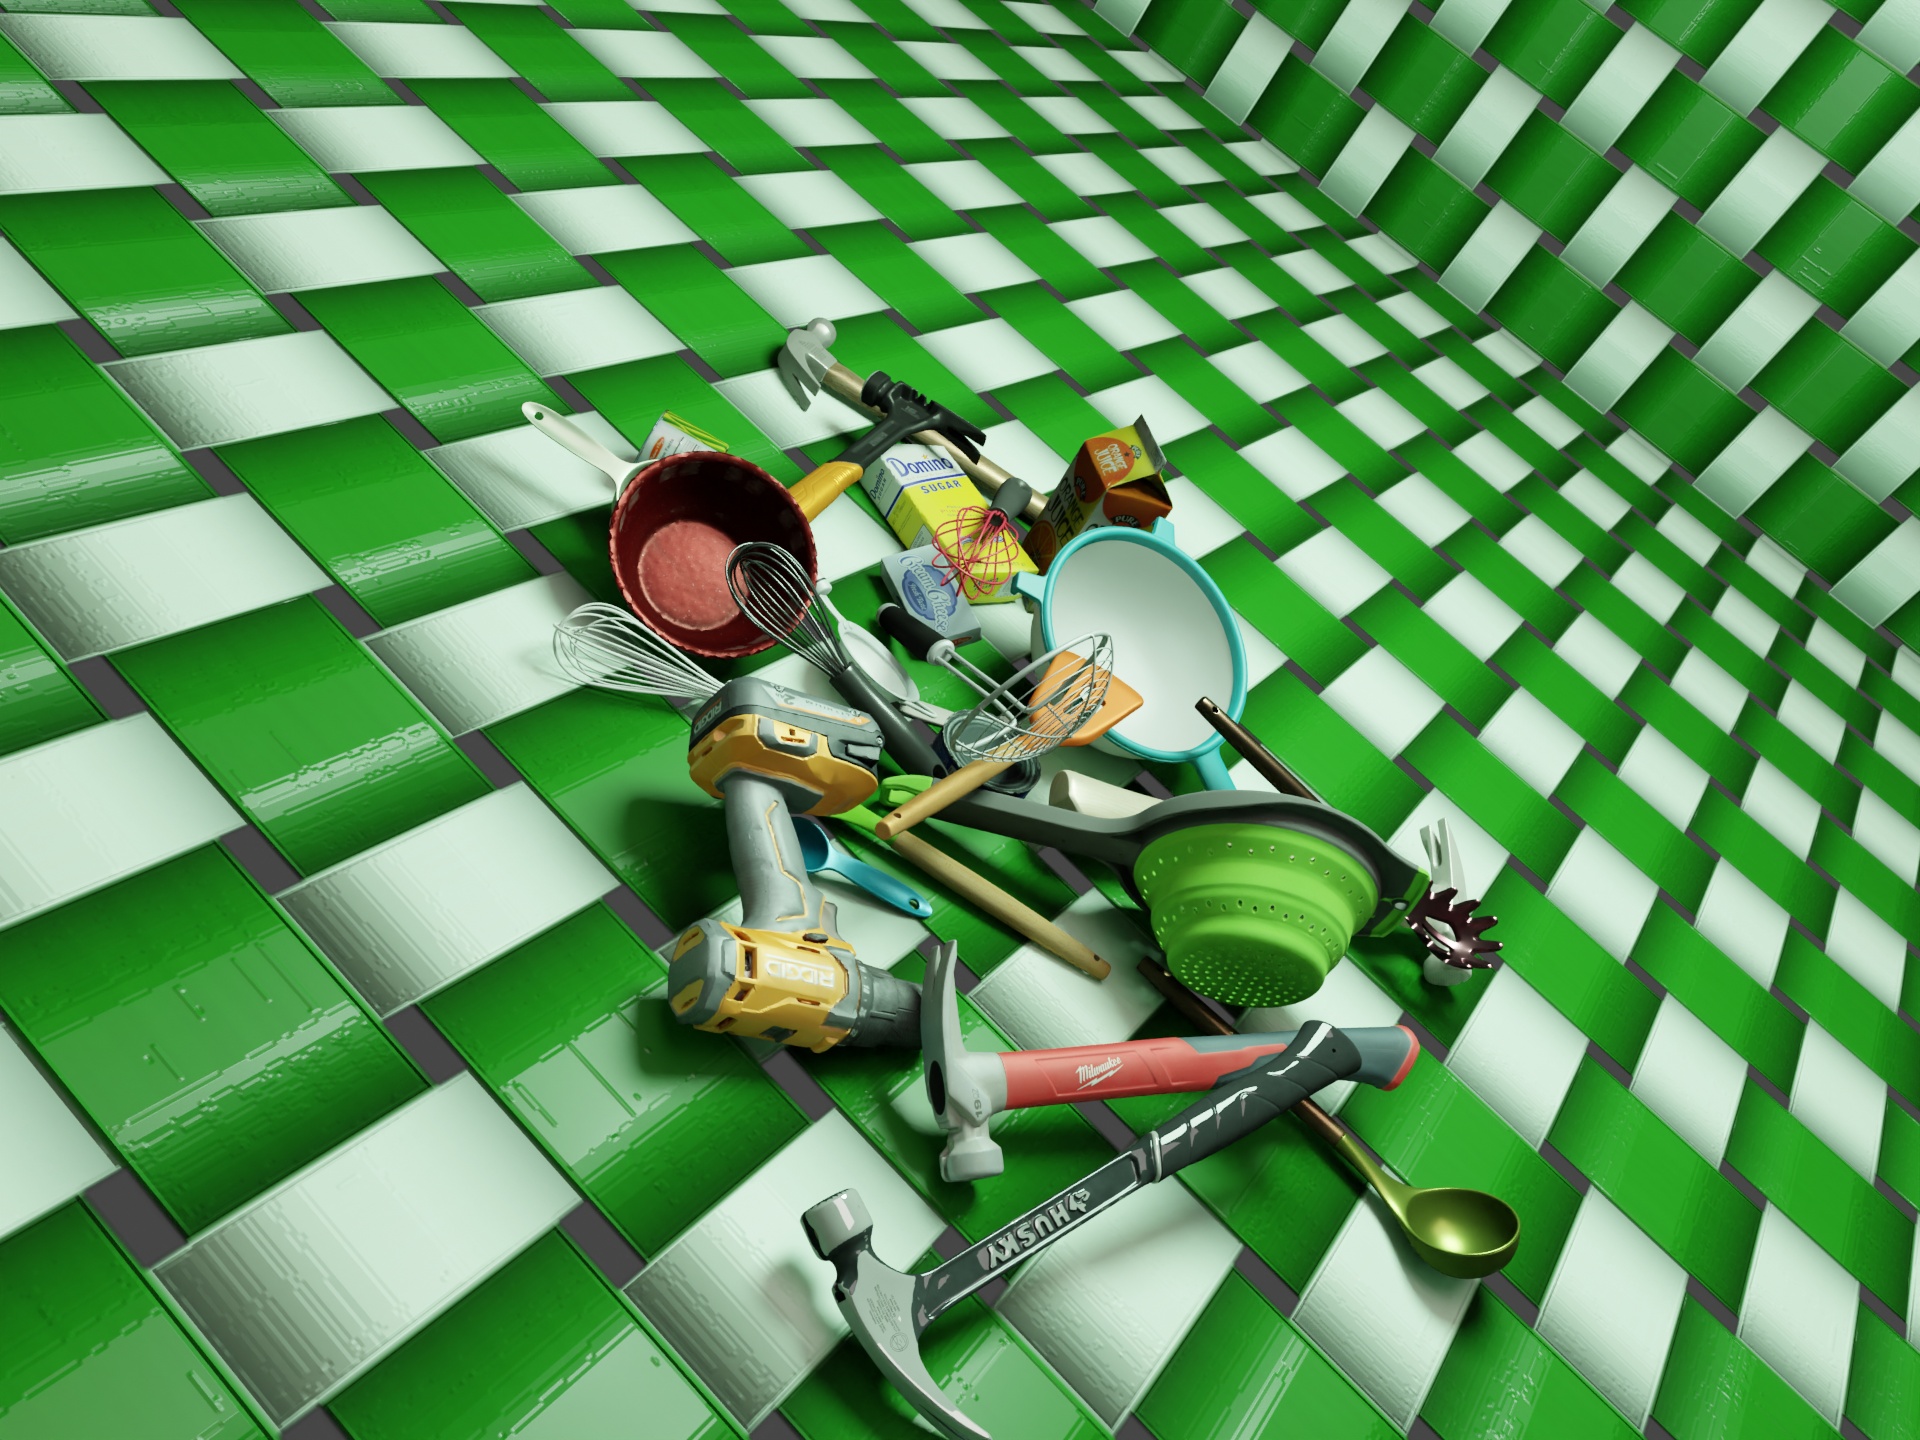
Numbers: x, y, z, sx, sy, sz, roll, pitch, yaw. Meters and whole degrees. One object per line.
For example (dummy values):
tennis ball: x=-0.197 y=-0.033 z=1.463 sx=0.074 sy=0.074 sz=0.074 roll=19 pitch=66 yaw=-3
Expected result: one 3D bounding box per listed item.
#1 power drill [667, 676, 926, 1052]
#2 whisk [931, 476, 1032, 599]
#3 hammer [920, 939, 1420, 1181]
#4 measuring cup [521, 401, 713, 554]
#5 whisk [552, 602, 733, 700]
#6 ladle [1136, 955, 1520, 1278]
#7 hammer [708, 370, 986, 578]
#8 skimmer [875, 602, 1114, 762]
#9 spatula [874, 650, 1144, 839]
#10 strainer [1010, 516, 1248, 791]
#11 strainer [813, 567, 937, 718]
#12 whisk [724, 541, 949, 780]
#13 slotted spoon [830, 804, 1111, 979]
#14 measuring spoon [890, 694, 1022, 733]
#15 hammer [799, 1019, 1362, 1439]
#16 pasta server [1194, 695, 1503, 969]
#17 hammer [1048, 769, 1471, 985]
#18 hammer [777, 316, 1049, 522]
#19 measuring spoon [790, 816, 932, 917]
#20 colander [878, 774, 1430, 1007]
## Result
power drill: x=-0.091 y=0.101 z=1.013 sx=0.185 sy=0.084 sz=0.226 roll=19 pitch=52 yaw=-32
whisk: x=0.028 y=-0.167 z=1.370 sx=0.073 sy=0.073 sz=0.296 roll=33 pitch=24 yaw=-2
hammer: x=0.151 y=0.213 z=1.057 sx=0.386 sy=0.038 sz=0.143 roll=2 pitch=72 yaw=-30
measuring cup: x=-0.270 y=-0.187 z=1.232 sx=0.167 sy=0.038 sz=0.083 roll=36 pitch=62 yaw=-9
whisk: x=-0.175 y=-0.021 z=1.137 sx=0.246 sy=0.058 sz=0.059 roll=23 pitch=3 yaw=-23
ladle: x=0.255 y=0.272 z=1.131 sx=0.320 sy=0.062 sz=0.078 roll=41 pitch=35 yaw=14
hammer: x=-0.106 y=-0.200 z=1.360 sx=0.127 sy=0.034 sz=0.337 roll=32 pitch=44 yaw=10
skimmer: x=-0.003 y=-0.056 z=1.153 sx=0.090 sy=0.127 sz=0.364 roll=61 pitch=-11 yaw=-28
spatula: x=0.031 y=0.020 z=1.128 sx=0.081 sy=0.041 sz=0.322 roll=33 pitch=29 yaw=17
strainer: x=0.164 y=0.005 z=1.351 sx=0.211 sy=0.095 sz=0.340 roll=-24 pitch=86 yaw=-37
strainer: x=-0.107 y=-0.095 z=1.245 sx=0.258 sy=0.050 sz=0.087 roll=56 pitch=16 yaw=9
whisk: x=-0.086 y=-0.036 z=1.171 sx=0.239 sy=0.055 sz=0.055 roll=50 pitch=34 yaw=-13
slotted spoon: x=-0.025 y=0.099 z=1.133 sx=0.313 sy=0.031 sz=0.070 roll=33 pitch=36 yaw=-5
measuring spoon: x=-0.002 y=-0.004 z=1.275 sx=0.124 sy=0.018 sz=0.034 roll=17 pitch=40 yaw=-22
hammer: x=0.105 y=0.275 z=0.953 sx=0.409 sy=0.036 sz=0.149 roll=-18 pitch=71 yaw=-36
pasta server: x=0.310 y=0.089 z=1.284 sx=0.316 sy=0.040 sz=0.060 roll=43 pitch=60 yaw=-4
hammer: x=0.251 y=0.101 z=1.286 sx=0.410 sy=0.038 sz=0.146 roll=18 pitch=57 yaw=-25
hammer: x=-0.033 y=-0.278 z=1.554 sx=0.331 sy=0.031 sz=0.130 roll=33 pitch=35 yaw=-2
measuring spoon: x=-0.076 y=0.109 z=1.095 sx=0.128 sy=0.021 sz=0.042 roll=31 pitch=43 yaw=-21
colander: x=0.128 y=0.123 z=1.138 sx=0.397 sy=0.204 sz=0.095 roll=13 pitch=56 yaw=1
